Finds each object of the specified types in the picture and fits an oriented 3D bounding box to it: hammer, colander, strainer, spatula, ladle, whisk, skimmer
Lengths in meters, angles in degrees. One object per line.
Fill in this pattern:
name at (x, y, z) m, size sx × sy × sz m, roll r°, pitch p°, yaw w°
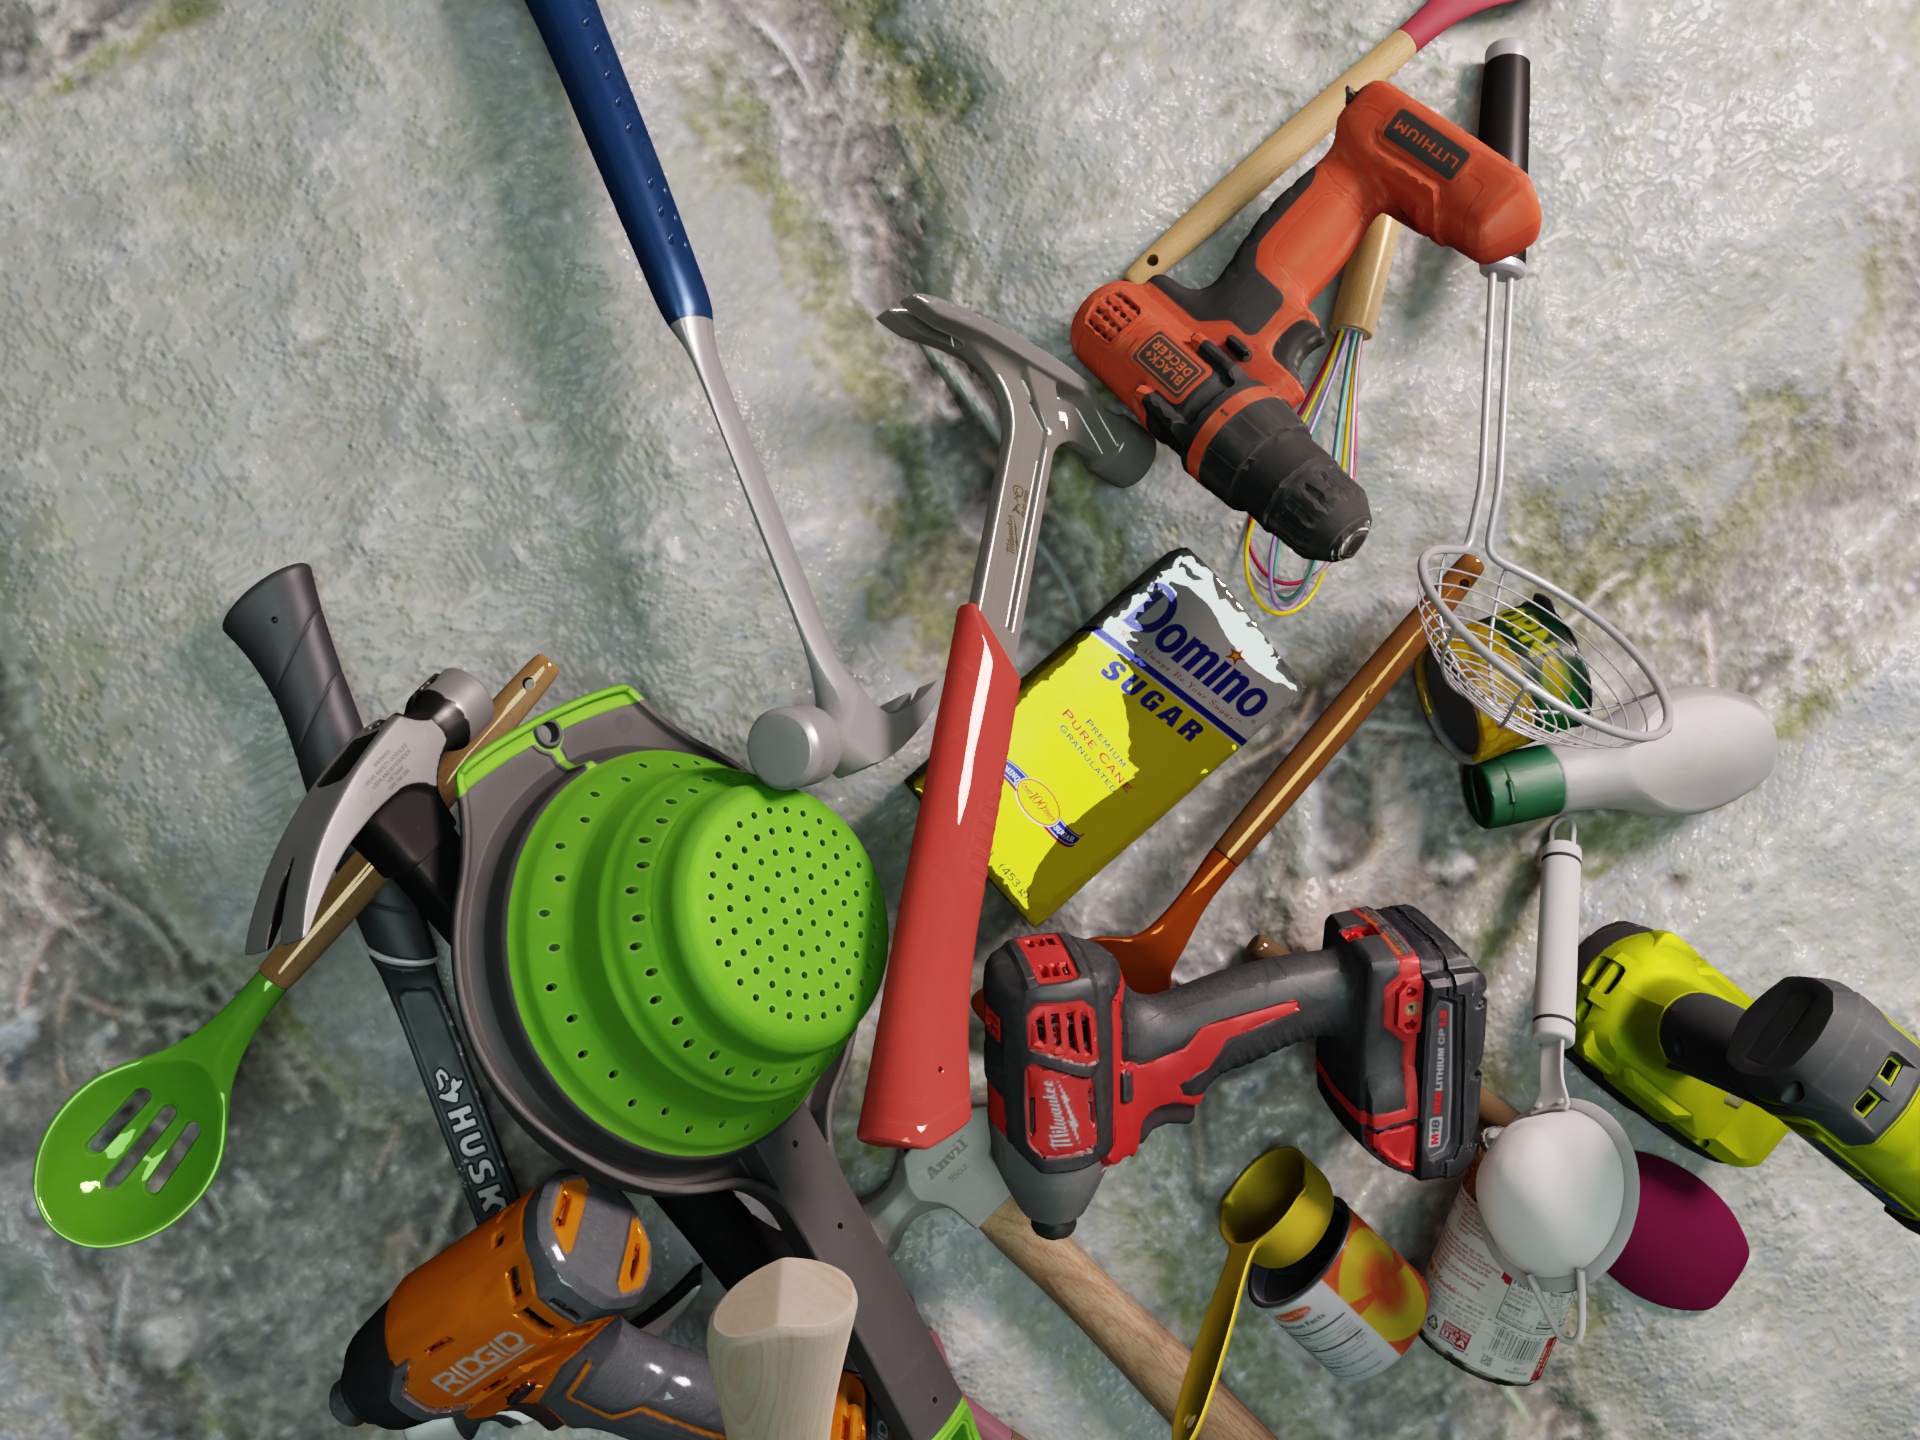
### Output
hammer at (-0.114, -0.166, 0.714) m, size 0.035 × 0.144 × 0.405 m, roll -24°, pitch 85°, yaw 23°
colander at (-0.061, 0.162, 0.674) m, size 0.204 × 0.094 × 0.397 m, roll -35°, pitch 100°, yaw -49°
strainer at (0.273, 0.152, 0.741) m, size 0.050 × 0.087 × 0.259 m, roll 32°, pitch 54°, yaw -21°
spatula at (0.138, 0.044, 0.762) m, size 0.081 × 0.041 × 0.322 m, roll 41°, pitch 88°, yaw -21°
hammer at (-0.166, 0.149, 0.688) m, size 0.035 × 0.146 × 0.334 m, roll -17°, pitch 116°, yaw 30°
ladle at (0.200, -0.316, 0.780) m, size 0.315 × 0.031 × 0.069 m, roll -41°, pitch 82°, yaw -2°
hammer at (-0.075, 0.371, 0.660) m, size 0.146 × 0.038 × 0.410 m, roll 7°, pitch 122°, yaw -7°
hammer at (-0.001, -0.002, 0.678) m, size 0.149 × 0.037 × 0.359 m, roll 23°, pitch 67°, yaw -31°
whisk at (0.183, -0.170, 0.775) m, size 0.047 × 0.051 × 0.245 m, roll 15°, pitch 87°, yaw -1°
hammer at (-0.246, 0.125, 0.734) m, size 0.149 × 0.036 × 0.409 m, roll -19°, pitch 93°, yaw -7°
hammer at (0.097, 0.314, 0.782) m, size 0.130 × 0.031 × 0.331 m, roll -45°, pitch 96°, yaw -3°
skimmer at (0.267, -0.162, 0.725) m, size 0.127 × 0.090 × 0.363 m, roll 12°, pitch 76°, yaw -25°

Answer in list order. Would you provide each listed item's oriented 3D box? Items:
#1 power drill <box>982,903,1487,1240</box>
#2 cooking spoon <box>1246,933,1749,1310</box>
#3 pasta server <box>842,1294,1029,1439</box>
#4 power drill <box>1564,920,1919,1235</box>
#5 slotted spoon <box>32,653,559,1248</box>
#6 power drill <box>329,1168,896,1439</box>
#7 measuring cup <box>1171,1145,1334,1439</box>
power drill at (0.119, 0.161, 0.726) m, size 0.219 × 0.079 × 0.143 m, roll -5°, pitch 108°, yaw -9°
cooking spoon at (0.273, 0.202, 0.806) m, size 0.319 × 0.017 × 0.069 m, roll 35°, pitch 89°, yaw -7°
pasta server at (0.040, 0.365, 0.781) m, size 0.316 × 0.040 × 0.060 m, roll 38°, pitch 87°, yaw -10°
power drill at (0.377, 0.170, 0.714) m, size 0.171 × 0.223 × 0.080 m, roll 38°, pitch 87°, yaw -6°
slotted spoon at (-0.282, 0.094, 0.699) m, size 0.070 × 0.031 × 0.314 m, roll 40°, pitch 83°, yaw -7°
power drill at (-0.151, 0.303, 0.691) m, size 0.164 × 0.084 × 0.226 m, roll -36°, pitch 114°, yaw 19°
measuring cup at (0.135, 0.273, 0.744) m, size 0.029 × 0.062 × 0.157 m, roll 40°, pitch 53°, yaw -12°
